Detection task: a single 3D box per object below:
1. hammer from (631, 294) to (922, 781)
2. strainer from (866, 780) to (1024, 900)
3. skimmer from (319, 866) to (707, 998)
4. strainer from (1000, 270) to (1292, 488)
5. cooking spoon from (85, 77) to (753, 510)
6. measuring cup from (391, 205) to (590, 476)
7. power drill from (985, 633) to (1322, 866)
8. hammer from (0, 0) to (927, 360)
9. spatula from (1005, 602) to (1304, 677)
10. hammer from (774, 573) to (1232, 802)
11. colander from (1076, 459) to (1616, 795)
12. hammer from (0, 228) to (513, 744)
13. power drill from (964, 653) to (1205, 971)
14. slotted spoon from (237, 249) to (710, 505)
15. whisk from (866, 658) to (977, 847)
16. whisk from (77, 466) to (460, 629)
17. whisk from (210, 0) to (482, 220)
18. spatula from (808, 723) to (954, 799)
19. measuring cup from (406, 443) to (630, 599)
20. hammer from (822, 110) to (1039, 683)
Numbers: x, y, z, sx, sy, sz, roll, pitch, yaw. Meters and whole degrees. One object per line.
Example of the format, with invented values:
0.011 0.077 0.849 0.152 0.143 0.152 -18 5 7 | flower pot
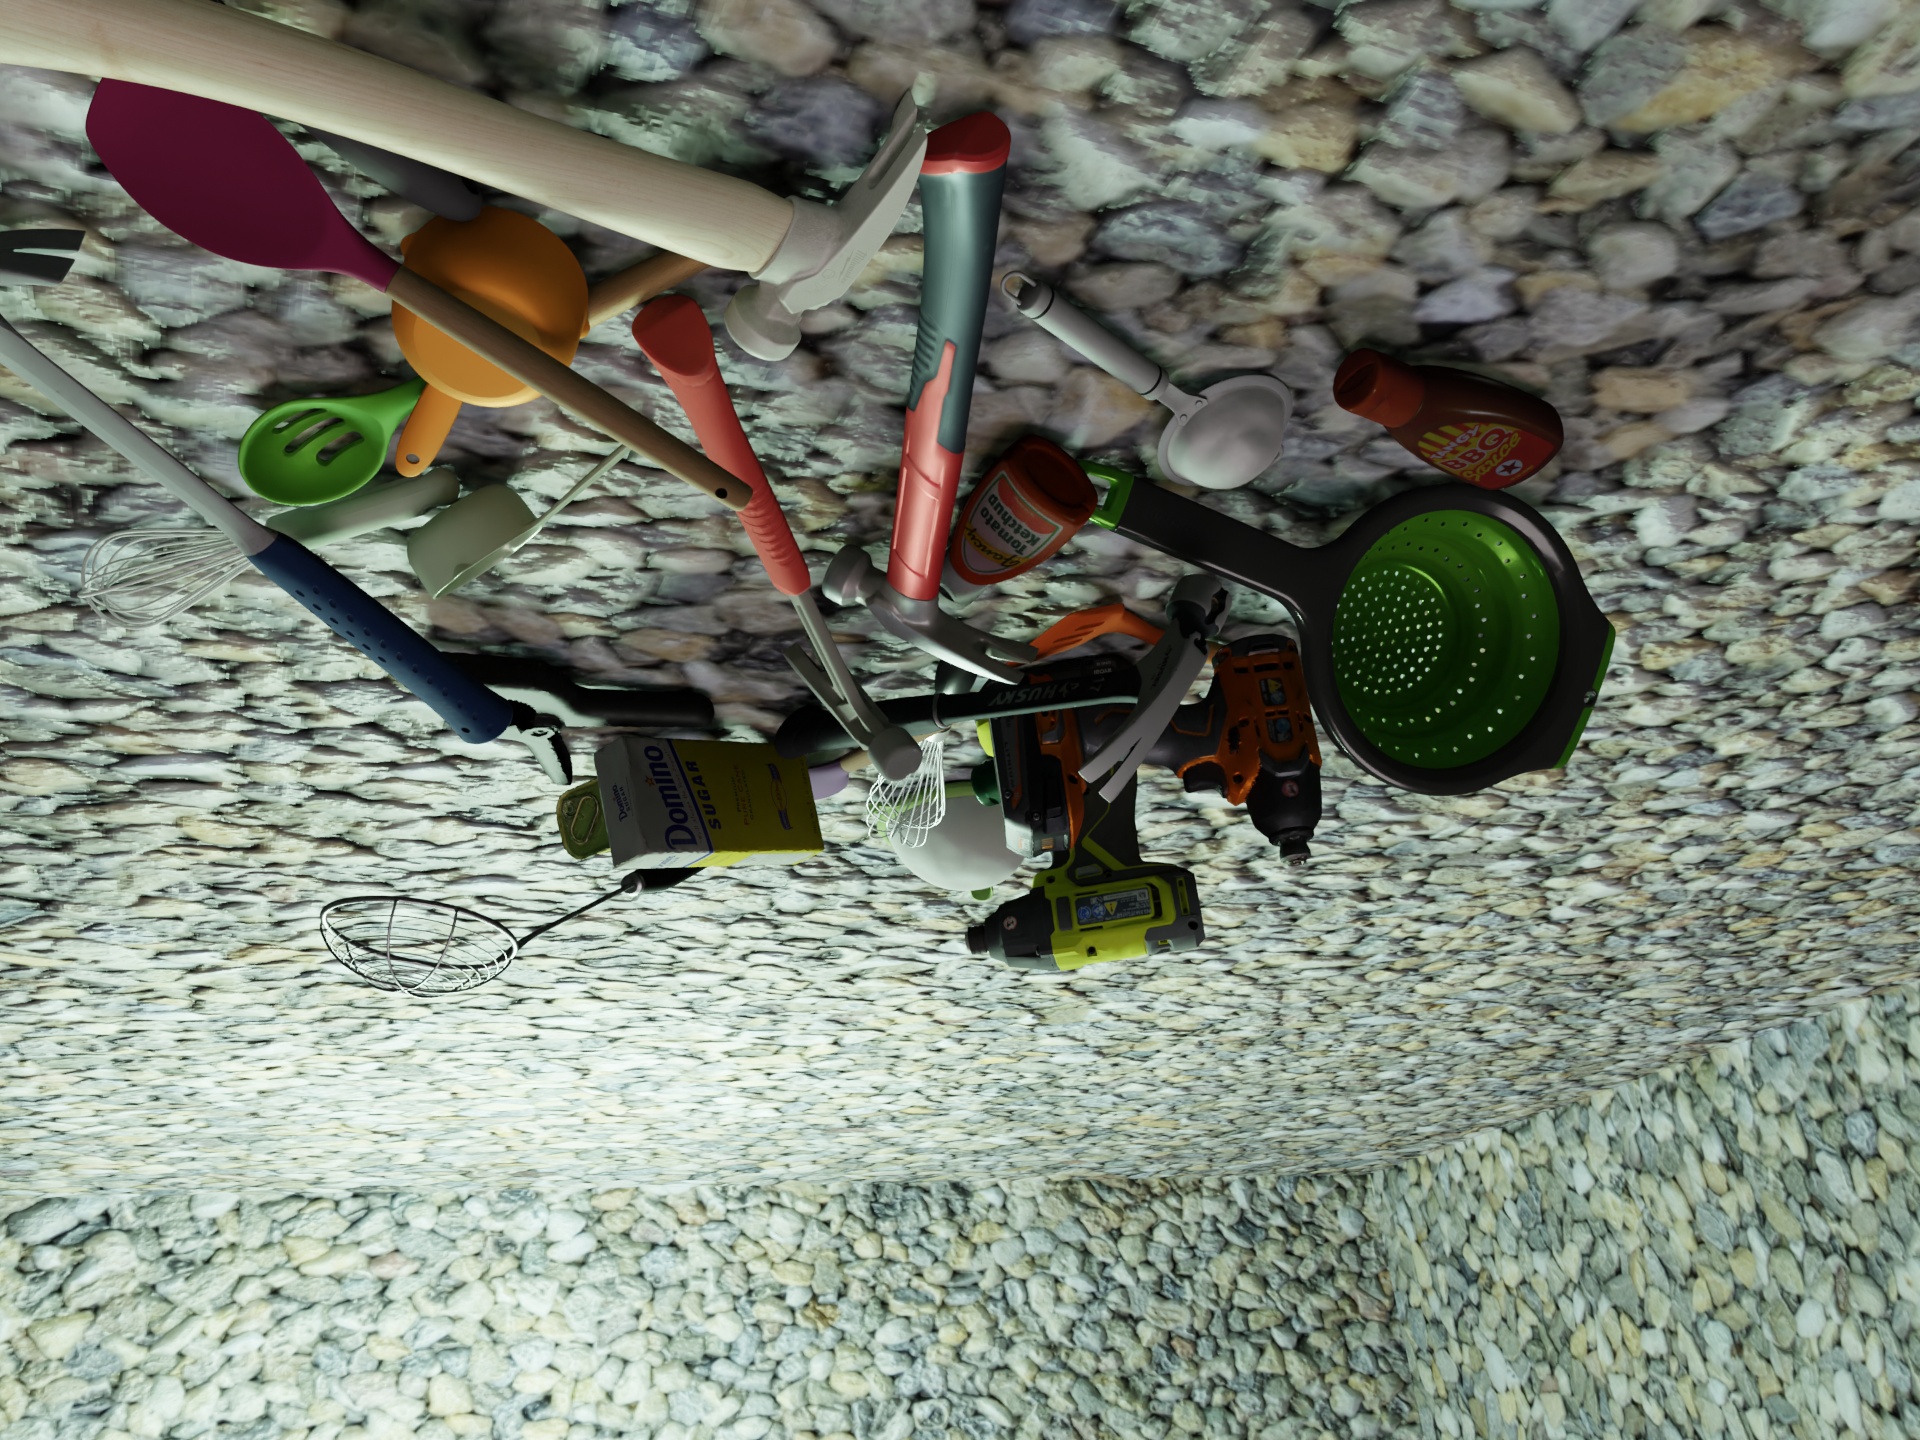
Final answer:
-0.113 -0.107 0.945 0.037 0.149 0.358 -34 143 -9 | hammer
0.009 0.138 1.475 0.151 0.069 0.256 -8 152 4 | strainer
-0.293 0.114 1.169 0.127 0.090 0.363 -19 -176 35 | skimmer
0.112 -0.184 0.890 0.258 0.050 0.087 24 125 -40 | strainer
-0.231 -0.183 0.714 0.318 0.017 0.068 31 116 -19 | cooking spoon
-0.248 -0.167 0.781 0.095 0.052 0.173 23 130 -24 | measuring cup
0.139 0.033 1.112 0.226 0.164 0.084 -8 158 0 | power drill
-0.205 -0.243 0.626 0.410 0.038 0.146 5 145 -39 | hammer
0.178 -0.044 1.180 0.322 0.041 0.081 11 148 -33 | spatula
-0.002 -0.003 1.072 0.409 0.149 0.036 -9 135 49 | hammer
0.237 -0.084 1.053 0.397 0.204 0.094 20 -179 -15 | colander
-0.384 -0.104 0.863 0.144 0.035 0.405 -14 143 22 | hammer
0.080 0.073 1.186 0.171 0.223 0.080 -10 153 7 | power drill
-0.247 -0.185 0.822 0.314 0.031 0.070 -19 147 21 | slotted spoon
-0.027 0.022 1.254 0.070 0.070 0.284 1 148 -14 | whisk
-0.406 -0.106 0.930 0.246 0.059 0.058 -15 -171 9 | whisk
-0.285 -0.266 0.635 0.055 0.055 0.238 -20 155 26 | whisk
-0.074 0.028 1.247 0.059 0.018 0.316 14 158 -29 | spatula
-0.249 -0.131 0.913 0.167 0.038 0.083 -35 -171 14 | measuring cup
0.000 -0.155 0.867 0.143 0.038 0.386 27 150 9 | hammer
